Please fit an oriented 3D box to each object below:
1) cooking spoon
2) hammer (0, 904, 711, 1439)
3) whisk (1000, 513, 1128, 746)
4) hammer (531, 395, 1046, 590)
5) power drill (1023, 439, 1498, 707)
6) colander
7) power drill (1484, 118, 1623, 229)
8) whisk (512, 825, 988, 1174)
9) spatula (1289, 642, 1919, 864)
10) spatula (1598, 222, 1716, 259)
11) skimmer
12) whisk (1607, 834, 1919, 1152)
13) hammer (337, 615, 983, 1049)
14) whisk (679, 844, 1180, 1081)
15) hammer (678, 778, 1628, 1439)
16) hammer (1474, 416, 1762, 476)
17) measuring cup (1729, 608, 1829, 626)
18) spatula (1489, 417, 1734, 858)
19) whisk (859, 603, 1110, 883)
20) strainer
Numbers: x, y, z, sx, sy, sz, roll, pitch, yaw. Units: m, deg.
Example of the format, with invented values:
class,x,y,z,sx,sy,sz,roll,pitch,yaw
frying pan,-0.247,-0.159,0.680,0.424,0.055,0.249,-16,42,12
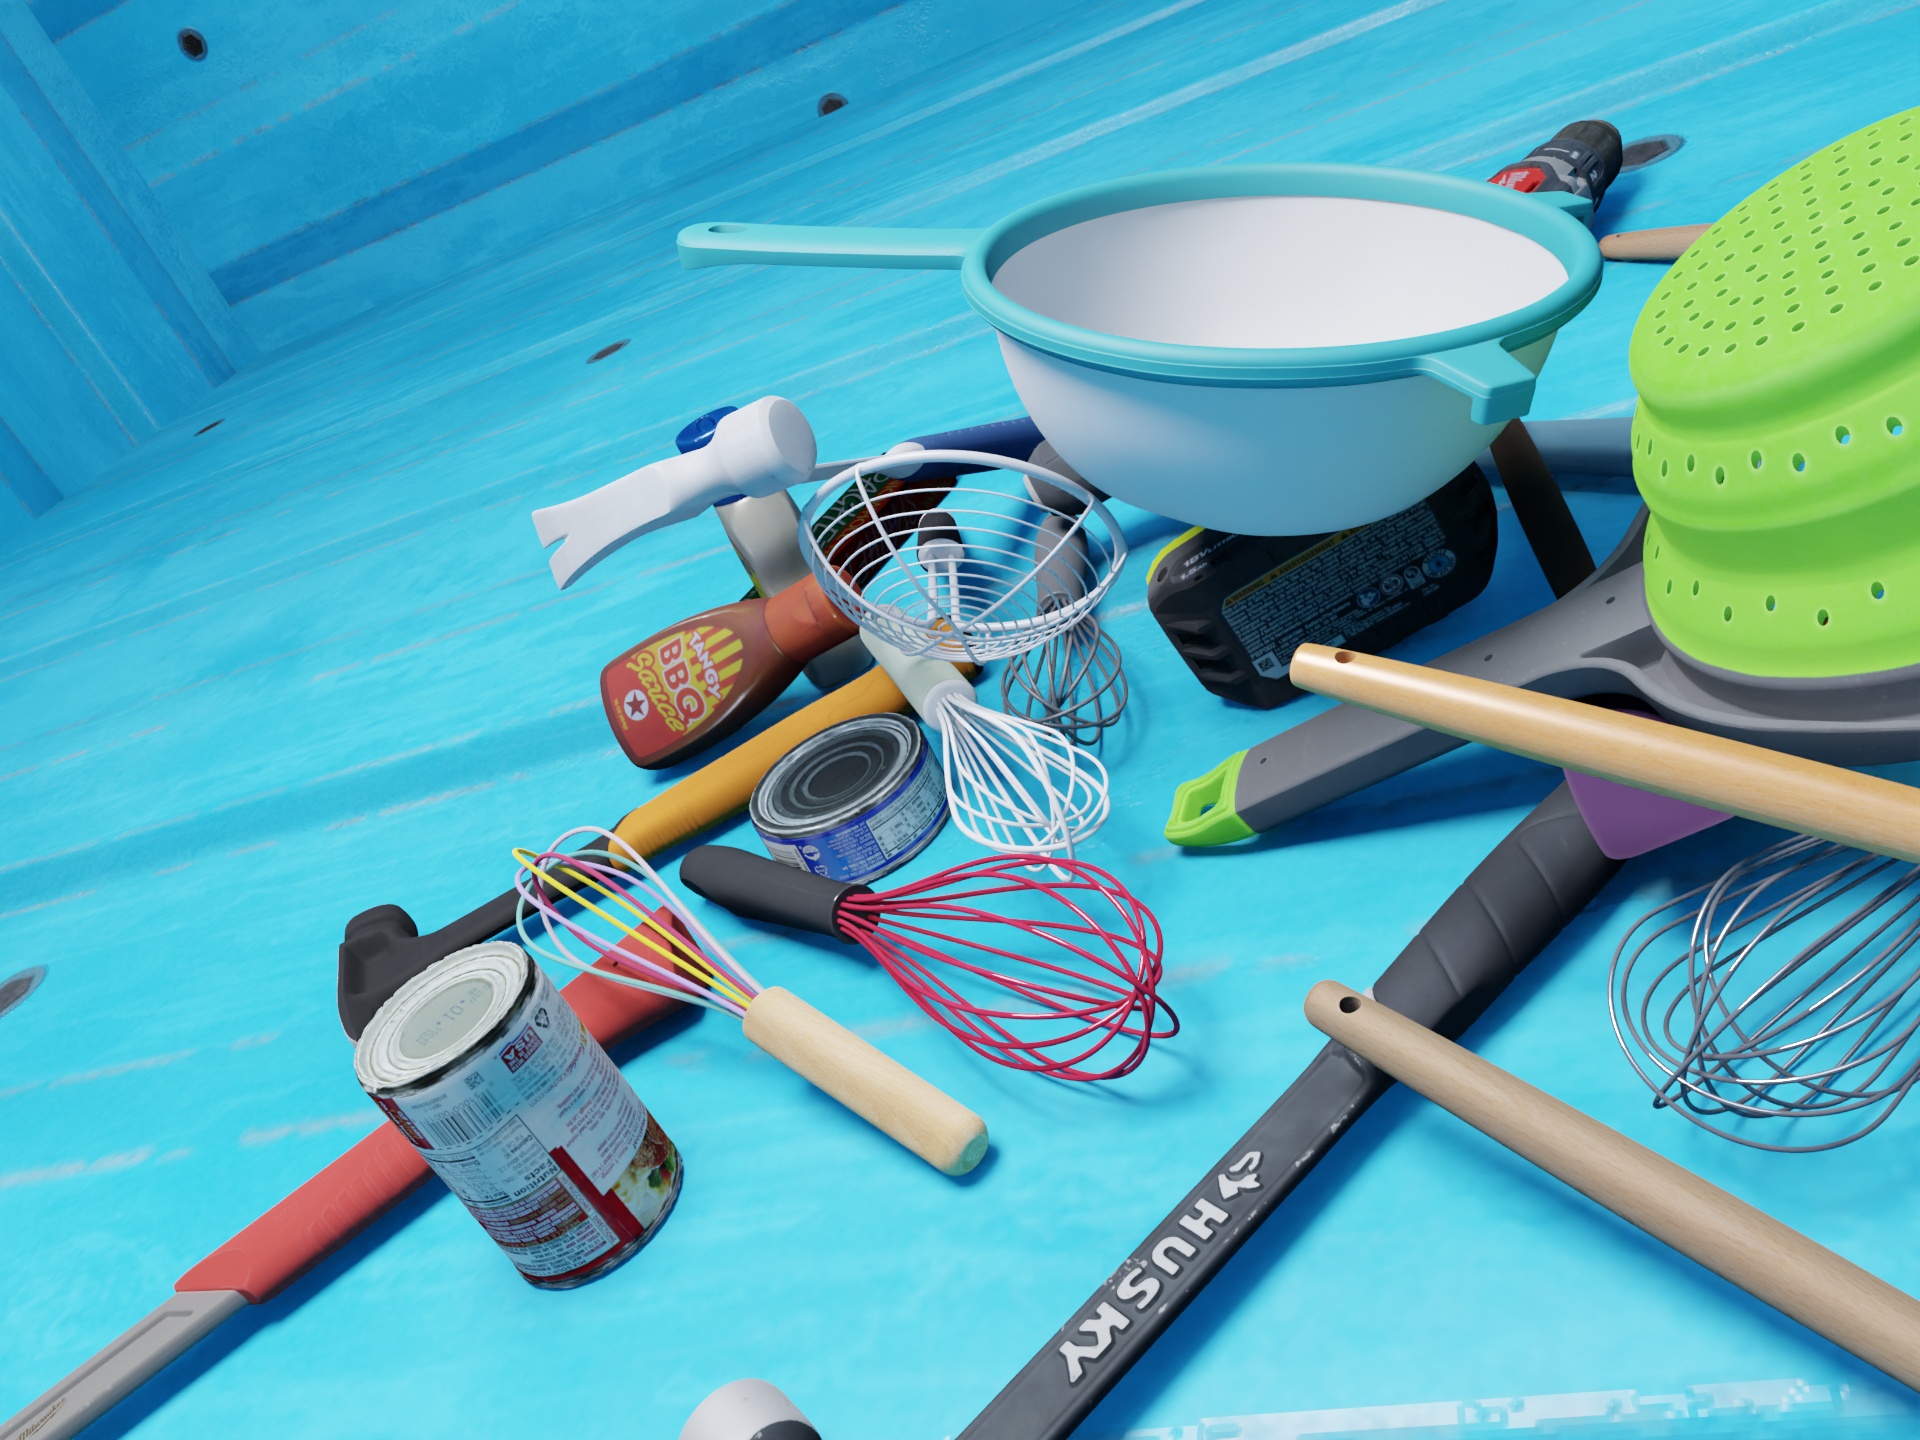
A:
class,x,y,z,sx,sy,sz,roll,pitch,yaw
cooking spoon,0.194,0.127,0.322,0.069,0.017,0.319,-39,38,-21
hammer,-0.252,0.190,0.609,0.359,0.036,0.149,-37,30,-18
whisk,0.049,-0.053,0.751,0.055,0.055,0.239,-20,25,13
hammer,-0.038,-0.126,0.780,0.144,0.035,0.405,-17,4,29
power drill,0.124,-0.111,0.711,0.190,0.080,0.229,-30,34,15
colander,0.193,-0.061,0.467,0.397,0.094,0.205,-30,25,39
power drill,0.262,-0.291,0.939,0.227,0.080,0.188,9,44,43
whisk,-0.087,0.096,0.571,0.245,0.047,0.051,24,55,37
spatula,0.226,0.034,0.363,0.323,0.041,0.081,18,48,31
spatula,0.418,-0.214,0.733,0.082,0.044,0.318,-34,24,-12
skimmer,-0.004,-0.096,0.743,0.127,0.090,0.363,6,14,-3
whisk,0.284,0.020,0.424,0.284,0.070,0.070,-31,28,-17
hammer,-0.135,0.048,0.747,0.337,0.034,0.127,-31,28,-7
whisk,-0.028,0.074,0.592,0.073,0.073,0.296,-43,27,-27
hammer,0.113,0.102,0.450,0.409,0.036,0.149,-39,32,-22
hammer,0.215,-0.128,0.747,0.128,0.033,0.331,-43,32,-27
measuring cup,0.288,-0.055,0.478,0.174,0.052,0.095,-4,22,41
spatula,0.220,-0.056,0.571,0.060,0.018,0.316,-28,26,22
whisk,-0.001,-0.002,0.656,0.058,0.059,0.247,-22,27,-10
strainer,0.049,-0.133,0.585,0.340,0.095,0.211,9,36,22
